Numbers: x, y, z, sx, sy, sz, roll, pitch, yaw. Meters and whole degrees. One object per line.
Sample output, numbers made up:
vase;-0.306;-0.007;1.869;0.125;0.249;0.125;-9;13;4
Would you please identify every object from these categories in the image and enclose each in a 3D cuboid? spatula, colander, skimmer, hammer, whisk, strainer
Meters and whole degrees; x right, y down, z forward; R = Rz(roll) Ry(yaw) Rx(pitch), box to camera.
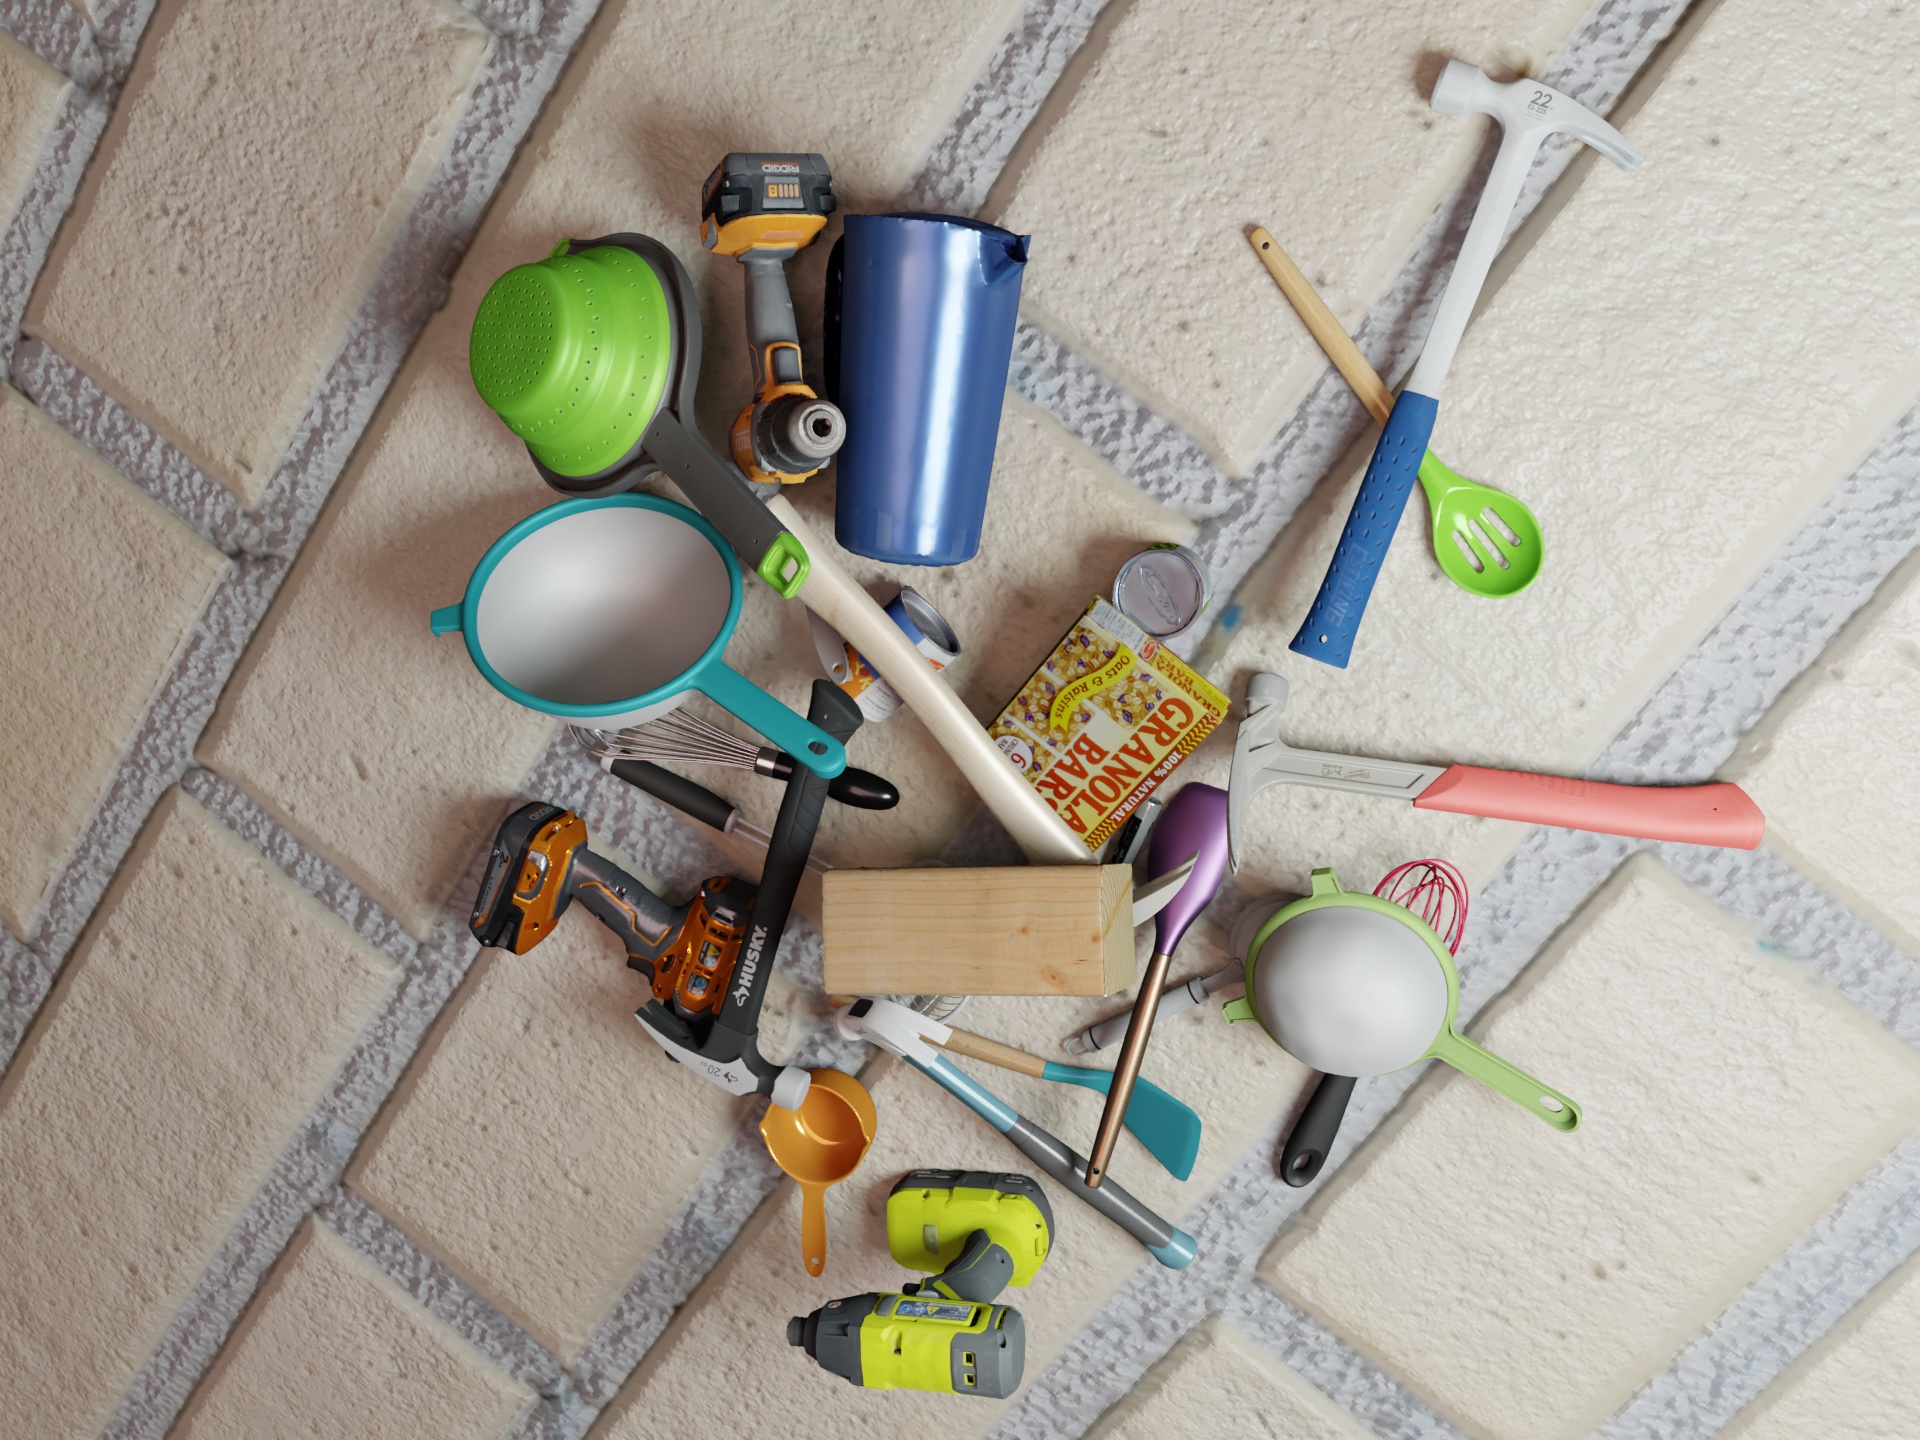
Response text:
spatula;0.039;0.276;1.265;0.317;0.044;0.082;16;130;13
colander;-0.246;-0.220;1.138;0.397;0.094;0.204;47;112;29
skimmer;-0.139;0.115;1.257;0.363;0.090;0.127;26;108;9
spatula;0.143;0.200;1.204;0.060;0.018;0.316;16;89;12
hammer;0.048;0.322;1.241;0.331;0.128;0.033;38;68;-7
hammer;0.322;-0.229;1.078;0.144;0.035;0.405;21;98;10
whisk;0.299;0.229;1.183;0.073;0.073;0.295;22;112;10
strainer;0.190;0.205;1.216;0.258;0.050;0.087;-30;95;21
hammer;-0.146;0.128;1.219;0.146;0.035;0.334;20;104;10
strainer;-0.218;-0.036;1.210;0.340;0.095;0.211;33;63;19
hammer;-0.002;-0.004;1.158;0.146;0.038;0.410;-35;101;32
whisk;-0.185;0.025;1.271;0.284;0.070;0.070;16;104;6
hammer;0.370;0.060;1.119;0.359;0.036;0.149;8;70;9
strainer;0.315;0.226;1.106;0.256;0.069;0.151;30;119;7

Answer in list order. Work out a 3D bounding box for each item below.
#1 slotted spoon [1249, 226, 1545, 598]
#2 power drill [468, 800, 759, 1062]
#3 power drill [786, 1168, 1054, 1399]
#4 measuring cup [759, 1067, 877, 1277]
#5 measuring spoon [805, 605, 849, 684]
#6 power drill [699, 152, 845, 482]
slotted spoon;0.300;-0.218;1.114;0.070;0.031;0.314;-37;88;18
power drill;-0.283;0.178;1.314;0.226;0.084;0.164;23;106;6
power drill;-0.021;0.428;1.214;0.171;0.223;0.080;0;100;15
measuring cup;-0.113;0.372;1.320;0.095;0.052;0.173;5;103;14
measuring spoon;-0.105;-0.074;1.221;0.034;0.018;0.124;-25;57;7
power drill;-0.128;-0.283;1.136;0.084;0.185;0.226;-6;98;-18
